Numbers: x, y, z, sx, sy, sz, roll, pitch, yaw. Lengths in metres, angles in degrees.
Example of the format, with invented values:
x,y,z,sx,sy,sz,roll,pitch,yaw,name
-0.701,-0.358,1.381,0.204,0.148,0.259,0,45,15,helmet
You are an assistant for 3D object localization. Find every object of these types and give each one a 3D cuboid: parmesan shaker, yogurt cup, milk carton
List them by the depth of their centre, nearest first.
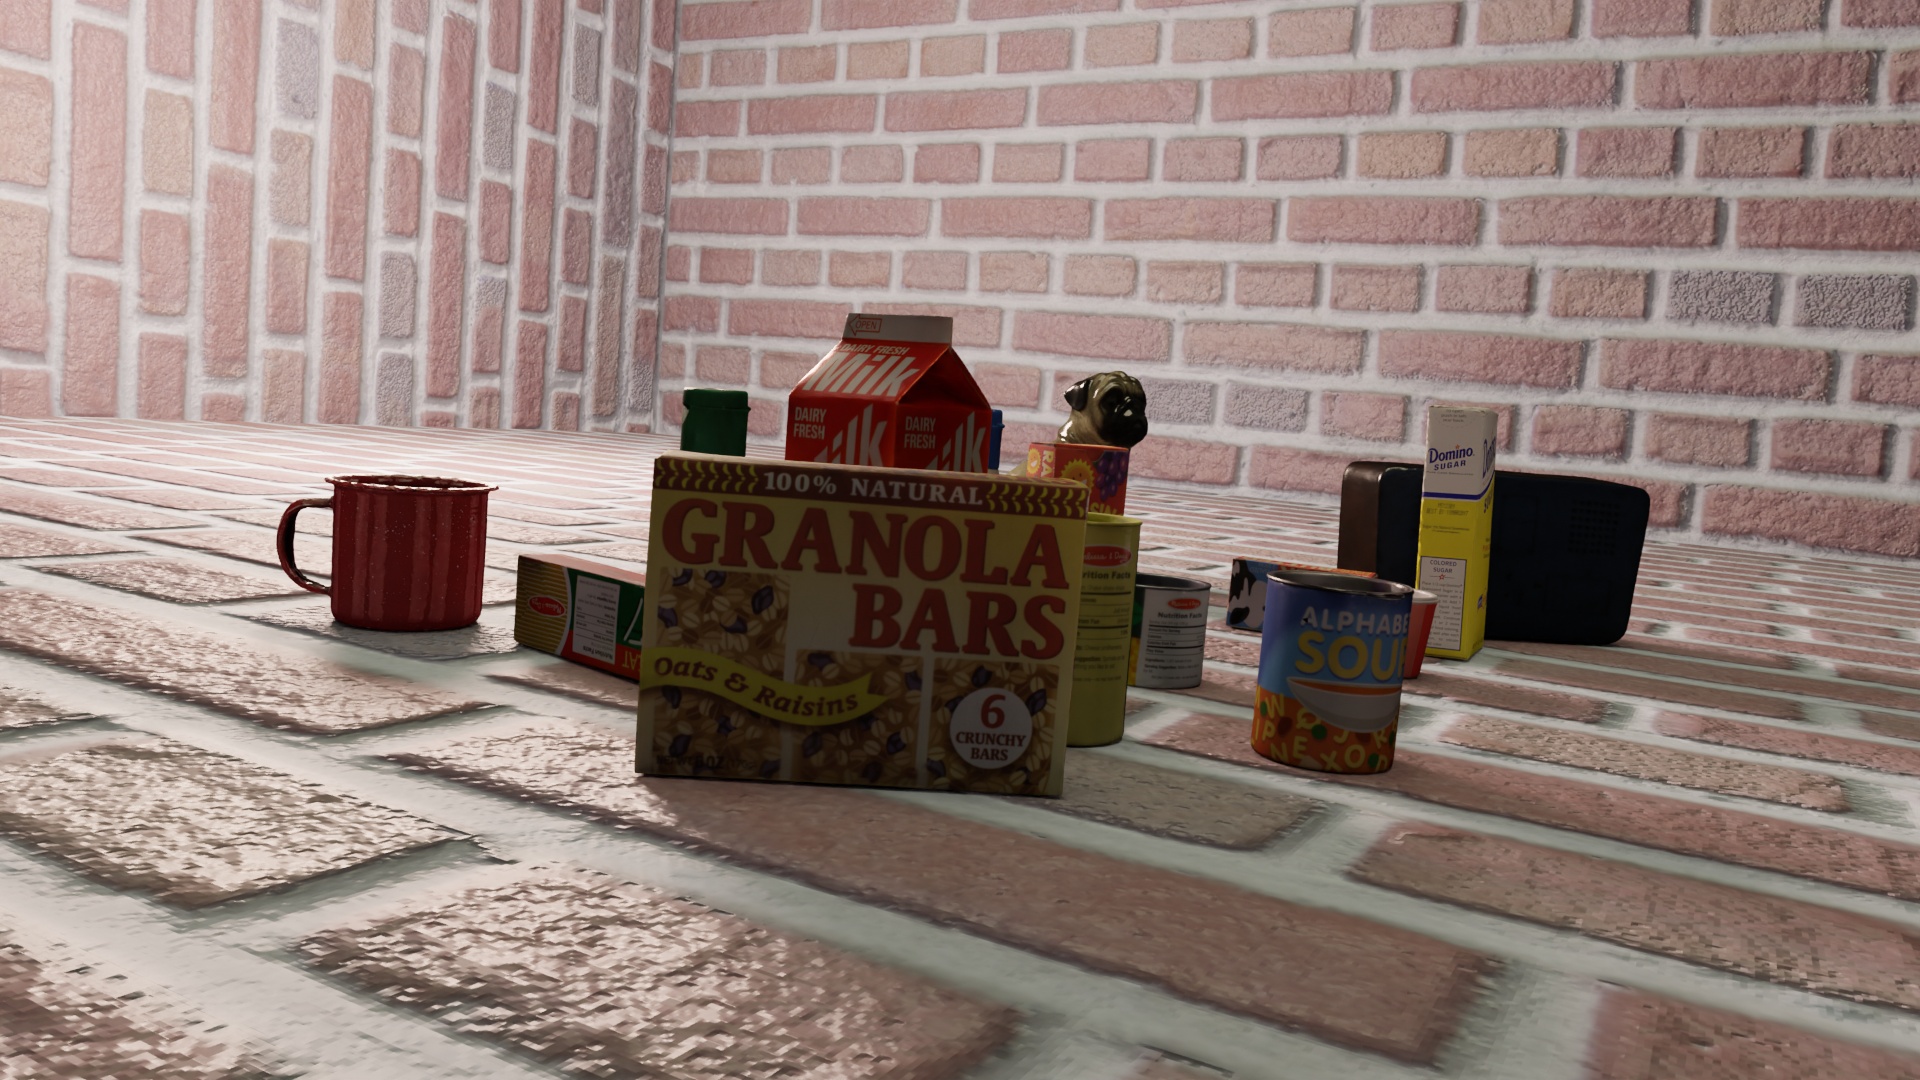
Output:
x,y,z,sx,sy,sz,roll,pitch,yaw,name
0.045,0.039,0.653,0.071,0.103,0.071,5,5,0,parmesan shaker
-0.037,-0.014,0.671,0.072,0.190,0.073,9,7,38,milk carton
0.269,0.057,0.893,0.072,0.054,0.072,5,6,0,yogurt cup

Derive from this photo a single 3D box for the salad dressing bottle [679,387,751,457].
x,y,z,sx,sy,sz,roll,pitch,yaw,name
-0.142,-0.012,0.784,0.044,0.147,0.064,2,6,-23,salad dressing bottle

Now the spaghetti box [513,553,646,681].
x,y,z,sx,sy,sz,roll,pitch,yaw,name
-0.142,0.047,0.684,0.250,0.050,0.029,10,7,41,spaghetti box

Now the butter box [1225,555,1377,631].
x,y,z,sx,sy,sz,roll,pitch,yaw,name
0.249,0.044,1.015,0.103,0.053,0.024,7,6,26,butter box

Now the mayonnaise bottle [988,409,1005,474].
x,y,z,sx,sy,sz,roll,pitch,yaw,name
0.003,-0.011,0.889,0.041,0.148,0.065,6,5,17,mayonnaise bottle

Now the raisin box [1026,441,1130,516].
x,y,z,sx,sy,sz,roll,pitch,yaw,name
0.096,-0.021,1.180,0.086,0.123,0.040,1,6,-36,raisin box

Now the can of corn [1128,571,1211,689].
x,y,z,sx,sy,sz,roll,pitch,yaw,name
0.109,0.051,0.808,0.071,0.058,0.071,5,5,0,can of corn

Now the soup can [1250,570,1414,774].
x,y,z,sx,sy,sz,roll,pitch,yaw,name
0.173,0.060,0.643,0.071,0.083,0.071,5,5,0,soup can

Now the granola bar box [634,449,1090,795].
x,y,z,sx,sy,sz,roll,pitch,yaw,name
-0.039,0.032,0.547,0.166,0.124,0.039,4,5,-5,granola bar box
